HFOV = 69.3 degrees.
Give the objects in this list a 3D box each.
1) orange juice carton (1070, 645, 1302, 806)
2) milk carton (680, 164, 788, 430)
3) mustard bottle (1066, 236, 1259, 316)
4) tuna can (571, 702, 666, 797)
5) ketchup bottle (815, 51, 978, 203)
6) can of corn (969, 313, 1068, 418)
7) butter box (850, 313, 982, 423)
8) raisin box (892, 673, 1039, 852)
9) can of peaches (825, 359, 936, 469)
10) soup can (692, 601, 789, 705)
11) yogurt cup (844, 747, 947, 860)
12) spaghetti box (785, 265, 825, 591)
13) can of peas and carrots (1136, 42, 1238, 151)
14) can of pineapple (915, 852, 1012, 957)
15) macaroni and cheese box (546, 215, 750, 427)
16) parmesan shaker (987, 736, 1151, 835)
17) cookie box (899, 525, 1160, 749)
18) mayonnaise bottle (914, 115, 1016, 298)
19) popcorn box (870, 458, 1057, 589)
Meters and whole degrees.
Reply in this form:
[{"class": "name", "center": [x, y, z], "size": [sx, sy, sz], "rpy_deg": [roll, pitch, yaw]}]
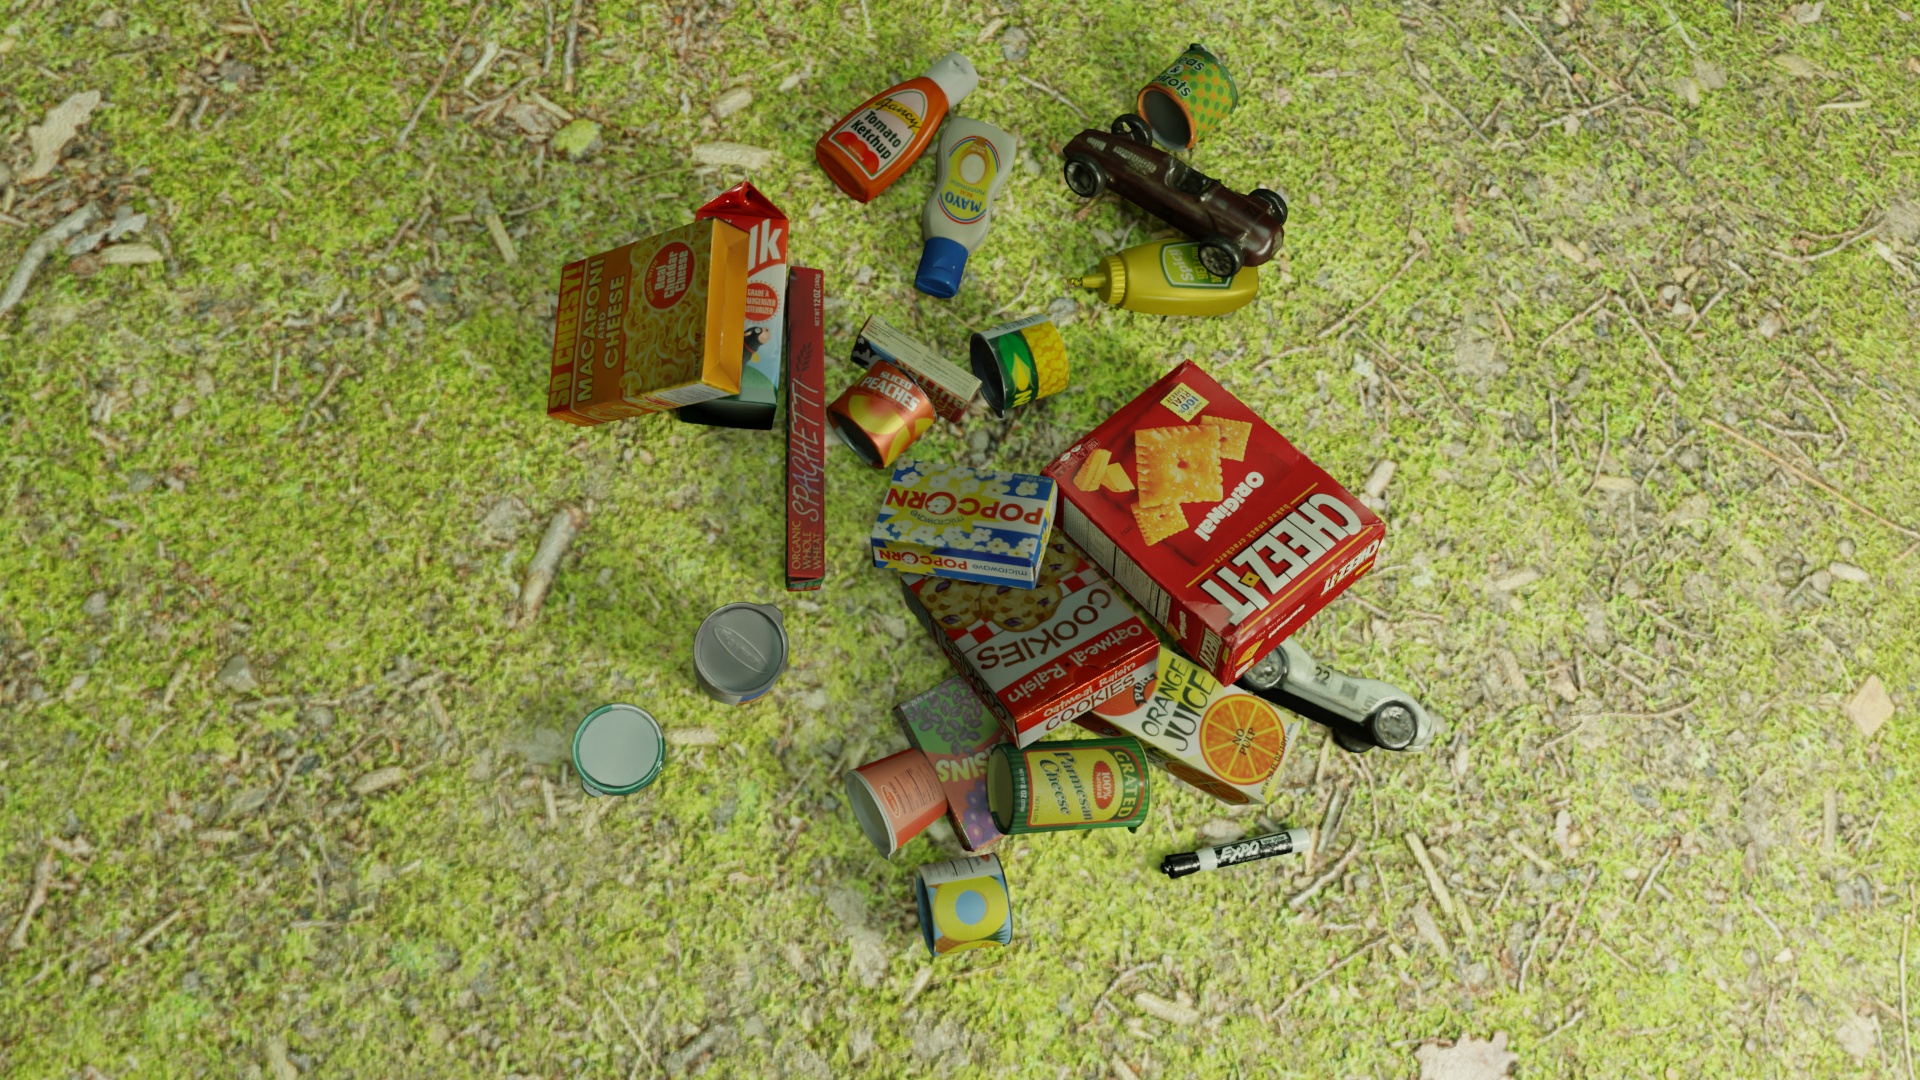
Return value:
[{"class": "orange juice carton", "center": [0.153, 0.129, 1.066], "size": [0.193, 0.073, 0.072], "rpy_deg": [28, 74, -4]}, {"class": "milk carton", "center": [-0.173, -0.188, 1.073], "size": [0.073, 0.072, 0.191], "rpy_deg": [4, 77, -10]}, {"class": "mustard bottle", "center": [0.167, -0.219, 1.159], "size": [0.160, 0.048, 0.065], "rpy_deg": [-6, 73, -13]}, {"class": "tuna can", "center": [-0.248, 0.153, 1.002], "size": [0.071, 0.032, 0.071], "rpy_deg": [3, 77, -11]}, {"class": "ketchup bottle", "center": [-0.048, -0.347, 1.149], "size": [0.065, 0.043, 0.149], "rpy_deg": [45, 73, 1]}, {"class": "can of corn", "center": [0.048, -0.140, 1.110], "size": [0.058, 0.071, 0.071], "rpy_deg": [-19, 82, -15]}, {"class": "butter box", "center": [-0.036, -0.135, 1.098], "size": [0.103, 0.053, 0.024], "rpy_deg": [31, 71, -4]}, {"class": "raisin box", "center": [0.015, 0.161, 1.049], "size": [0.086, 0.040, 0.123], "rpy_deg": [-26, 84, -16]}, {"class": "can of peaches", "center": [-0.062, -0.098, 1.076], "size": [0.071, 0.071, 0.058], "rpy_deg": [45, 75, 1]}, {"class": "soup can", "center": [-0.159, 0.082, 1.009], "size": [0.071, 0.083, 0.071], "rpy_deg": [2, 78, -11]}, {"class": "yogurt cup", "center": [-0.046, 0.188, 1.019], "size": [0.054, 0.072, 0.072], "rpy_deg": [-25, 84, -23]}, {"class": "spaghetti box", "center": [-0.121, -0.085, 1.072], "size": [0.029, 0.050, 0.250], "rpy_deg": [1, 78, -10]}, {"class": "can of peas and carrots", "center": [0.193, -0.378, 1.189], "size": [0.059, 0.070, 0.071], "rpy_deg": [-43, 89, -16]}, {"class": "can of pineapple", "center": [0.002, 0.267, 1.009], "size": [0.058, 0.071, 0.071], "rpy_deg": [-7, 79, -12]}, {"class": "macaroni and cheese box", "center": [-0.229, -0.156, 1.017], "size": [0.040, 0.166, 0.124], "rpy_deg": [19, 69, -52]}, {"class": "parmesan shaker", "center": [0.077, 0.180, 1.003], "size": [0.103, 0.071, 0.071], "rpy_deg": [-1, 78, -16]}, {"class": "cookie box", "center": [0.050, 0.060, 1.032], "size": [0.123, 0.040, 0.168], "rpy_deg": [-27, 49, -16]}, {"class": "mayonnaise bottle", "center": [-0.001, -0.272, 1.142], "size": [0.065, 0.041, 0.148], "rpy_deg": [18, 74, -9]}, {"class": "popcorn box", "center": [0.004, -0.013, 1.050], "size": [0.127, 0.038, 0.085], "rpy_deg": [8, 50, 12]}]
